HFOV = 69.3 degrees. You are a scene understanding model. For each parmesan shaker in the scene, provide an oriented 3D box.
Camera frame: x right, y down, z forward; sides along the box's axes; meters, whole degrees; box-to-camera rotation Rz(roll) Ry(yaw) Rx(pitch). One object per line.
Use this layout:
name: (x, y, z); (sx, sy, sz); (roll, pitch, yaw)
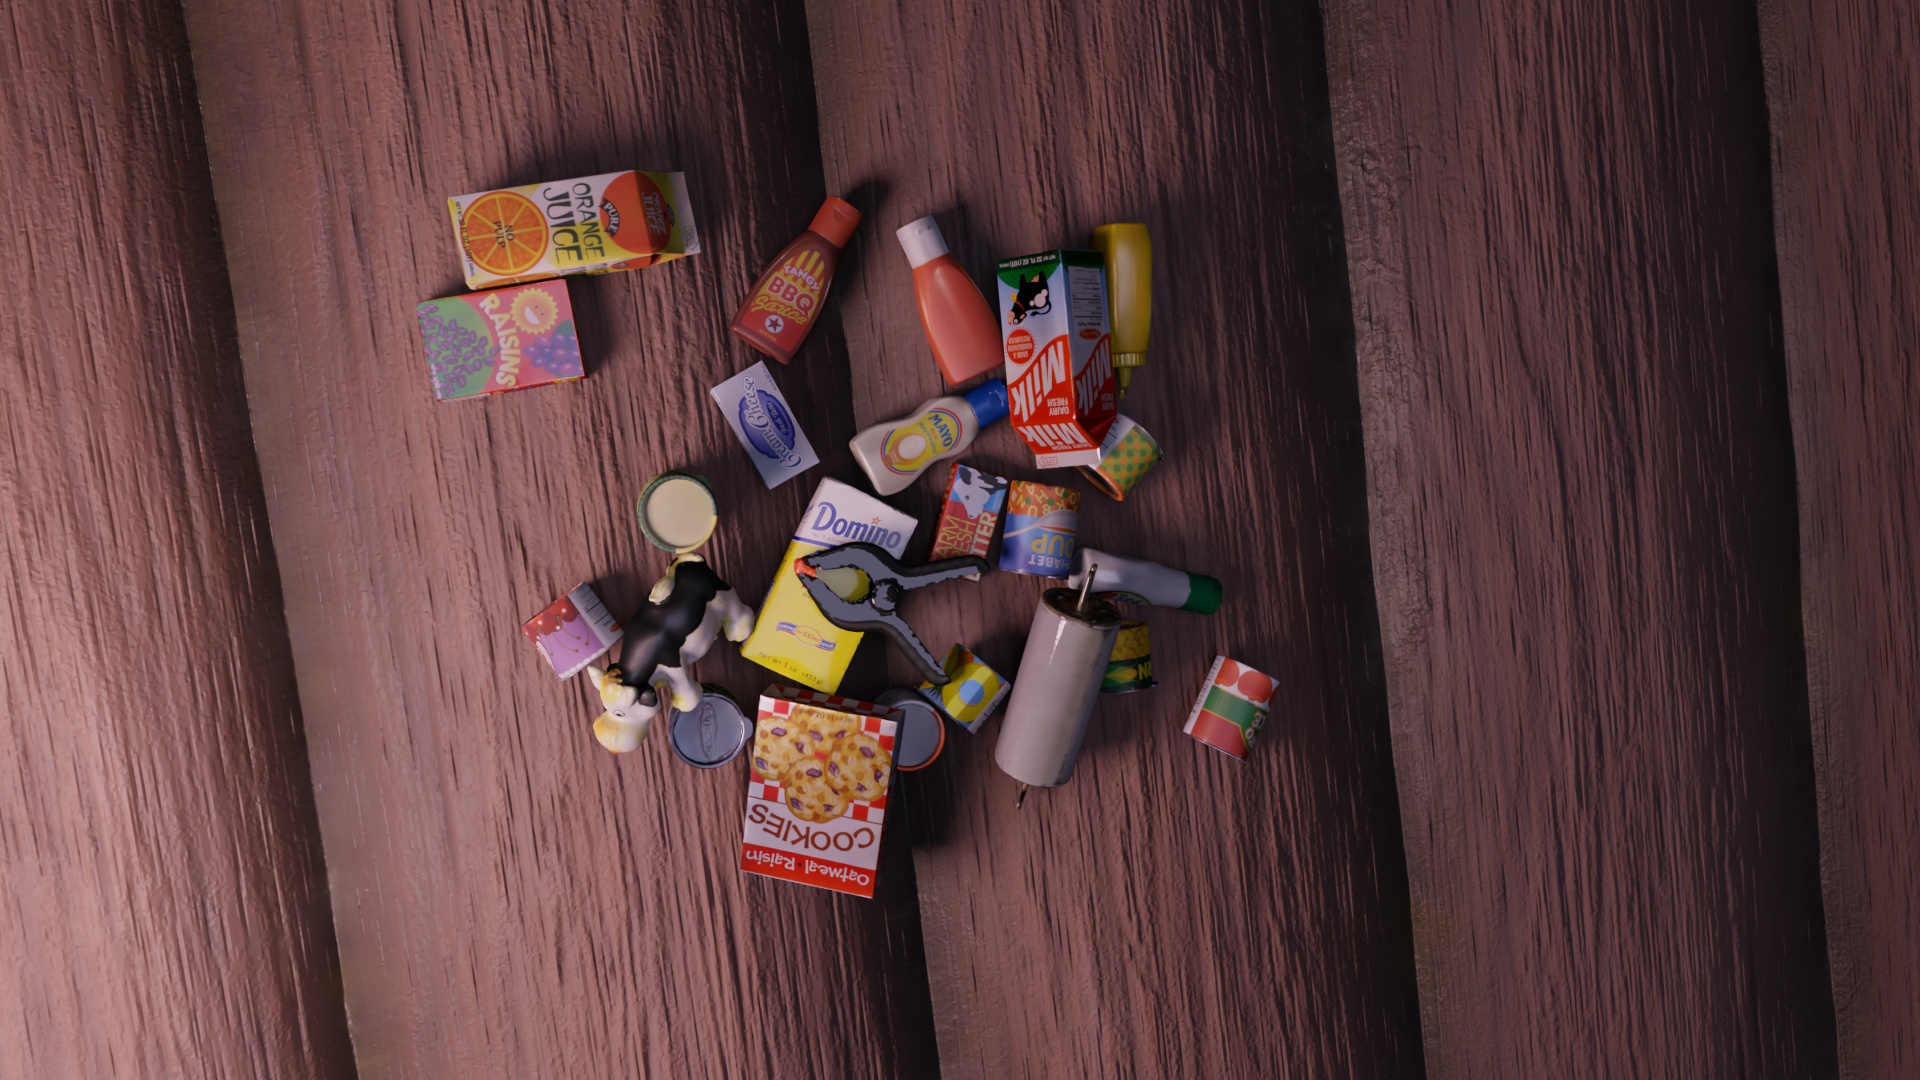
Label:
parmesan shaker: (-0.239, -0.028, 1.179); (0.071, 0.103, 0.071); (-1, 93, -13)

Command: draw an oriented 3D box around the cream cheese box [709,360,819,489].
cream cheese box: (-0.173, -0.101, 1.231); (0.053, 0.024, 0.103); (-31, 99, -9)

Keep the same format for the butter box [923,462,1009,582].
butter box: (0.005, -0.016, 1.277); (0.053, 0.024, 0.103); (17, 89, -14)

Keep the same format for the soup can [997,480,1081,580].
soup can: (0.075, -0.009, 1.270); (0.071, 0.071, 0.083); (9, 91, -13)

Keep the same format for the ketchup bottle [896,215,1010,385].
ketchup bottle: (-0.011, -0.218, 1.253); (0.065, 0.043, 0.148); (-26, 98, -11)

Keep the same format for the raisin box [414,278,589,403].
raisin box: (-0.385, -0.168, 1.171); (0.123, 0.040, 0.086); (-12, 95, -11)

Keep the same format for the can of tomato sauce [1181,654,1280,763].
can of tomato sauce: (0.260, 0.160, 1.323); (0.071, 0.071, 0.083); (26, 86, -13)

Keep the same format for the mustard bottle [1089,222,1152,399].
mustard bottle: (0.150, -0.211, 1.284); (0.049, 0.065, 0.160); (-5, 100, -16)

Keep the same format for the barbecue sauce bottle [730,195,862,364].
barbecue sauce bottle: (-0.139, -0.232, 1.223); (0.065, 0.043, 0.148); (32, 85, -12)

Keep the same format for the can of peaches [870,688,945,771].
can of peaches: (-0.051, 0.174, 1.256); (0.071, 0.058, 0.071); (-1, 93, -13)

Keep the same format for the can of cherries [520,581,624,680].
can of cherries: (-0.332, 0.078, 1.182); (0.071, 0.071, 0.058); (-37, 100, -9)

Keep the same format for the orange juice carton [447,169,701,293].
orange juice carton: (-0.320, -0.261, 1.164); (0.193, 0.073, 0.071); (-12, 95, -13)

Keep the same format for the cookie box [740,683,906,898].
cookie box: (-0.121, 0.219, 1.217); (0.123, 0.040, 0.167); (10, 103, 8)

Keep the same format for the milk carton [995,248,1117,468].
milk carton: (0.089, -0.161, 1.252); (0.074, 0.072, 0.190); (-11, 96, -51)

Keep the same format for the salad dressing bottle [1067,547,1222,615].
salad dressing bottle: (0.175, 0.040, 1.303); (0.148, 0.064, 0.044); (11, 81, -21)

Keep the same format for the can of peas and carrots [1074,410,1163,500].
can of peas and carrots: (0.145, -0.077, 1.286); (0.071, 0.071, 0.059); (42, 84, -12)

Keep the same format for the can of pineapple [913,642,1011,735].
can of pineapple: (0.002, 0.134, 1.263); (0.071, 0.071, 0.058); (41, 84, -12)

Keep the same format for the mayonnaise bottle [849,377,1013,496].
mayonnaise bottle: (-0.023, -0.099, 1.257); (0.148, 0.041, 0.064); (-29, 99, -10)

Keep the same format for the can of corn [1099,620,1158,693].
can of corn: (0.147, 0.108, 1.294); (0.071, 0.071, 0.058); (-6, 94, -13)

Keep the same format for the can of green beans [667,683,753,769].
can of green beans: (-0.222, 0.161, 1.215); (0.071, 0.058, 0.071); (-1, 93, -13)
